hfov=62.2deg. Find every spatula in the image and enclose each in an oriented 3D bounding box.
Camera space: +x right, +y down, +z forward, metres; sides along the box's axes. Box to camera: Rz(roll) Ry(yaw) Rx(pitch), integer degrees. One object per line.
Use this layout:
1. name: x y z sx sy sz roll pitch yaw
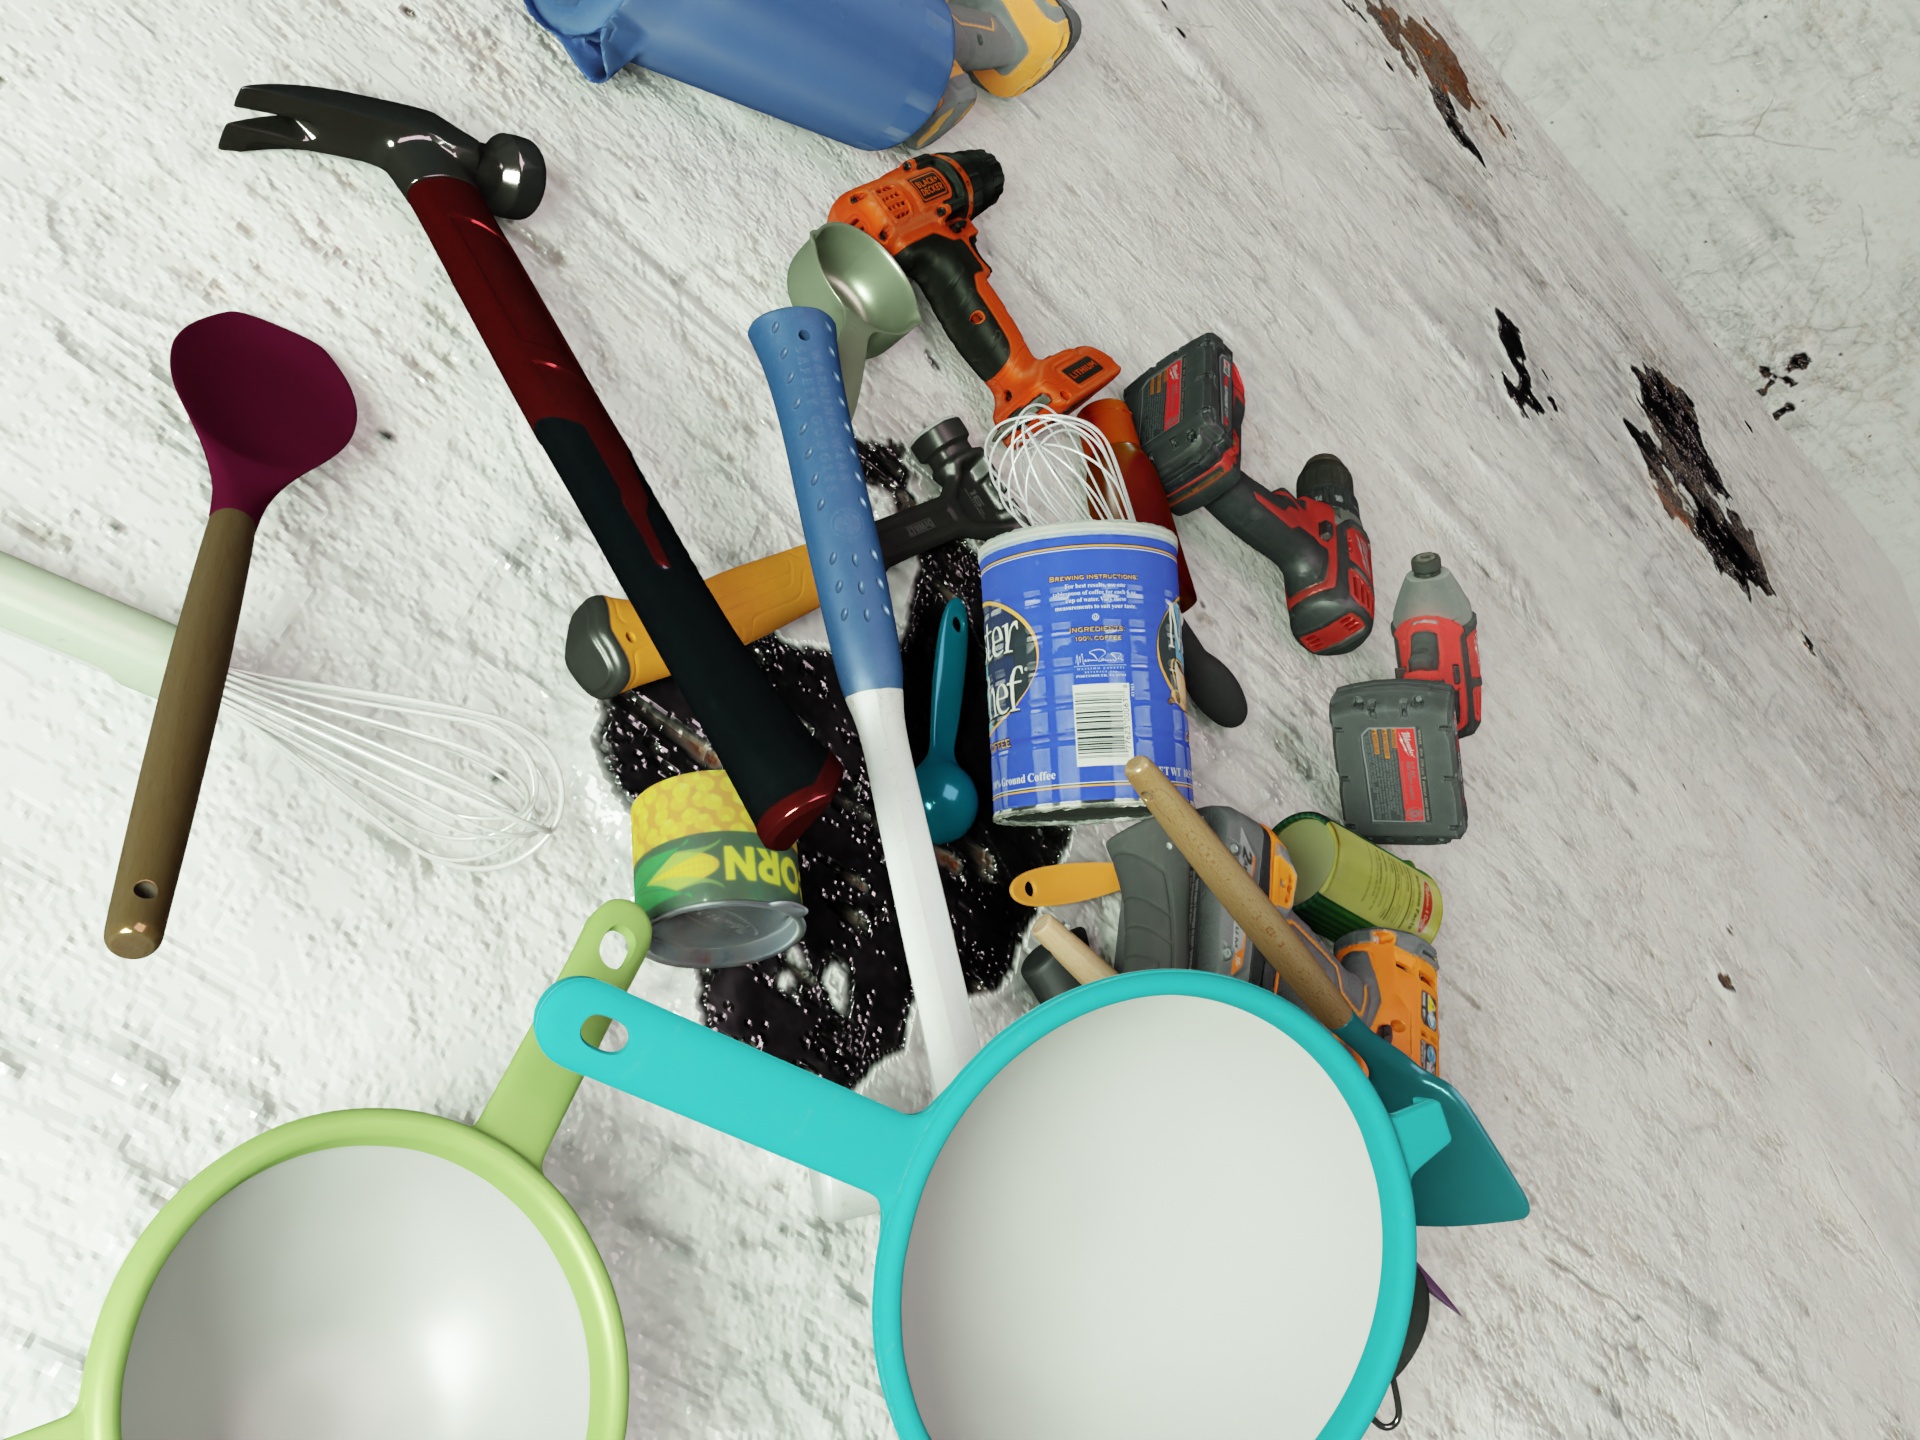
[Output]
1. spatula: 0.165 0.133 0.749 0.317 0.082 0.044 49 45 -26
2. spatula: 0.145 0.198 0.790 0.315 0.018 0.060 44 -1 -18

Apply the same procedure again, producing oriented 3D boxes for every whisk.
1. whisk: -0.247 -0.010 0.537 0.246 0.059 0.058 27 2 -28
2. whisk: 0.102 -0.079 0.930 0.284 0.070 0.070 47 35 -40

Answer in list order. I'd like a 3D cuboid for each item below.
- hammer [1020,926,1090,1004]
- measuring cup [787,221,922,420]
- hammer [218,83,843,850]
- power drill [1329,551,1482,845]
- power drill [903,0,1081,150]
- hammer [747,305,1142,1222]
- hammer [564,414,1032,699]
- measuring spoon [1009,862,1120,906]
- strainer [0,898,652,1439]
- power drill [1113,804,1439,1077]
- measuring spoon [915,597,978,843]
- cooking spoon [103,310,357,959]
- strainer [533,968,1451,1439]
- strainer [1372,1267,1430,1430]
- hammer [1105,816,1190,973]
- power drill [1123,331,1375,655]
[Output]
1. hammer: 0.113 0.289 0.727 0.149 0.036 0.409 2 63 -49
2. measuring cup: -0.068 -0.206 0.879 0.083 0.038 0.168 33 45 -29
3. hammer: -0.165 -0.112 0.644 0.143 0.038 0.387 -7 58 -49
4. power drill: 0.321 -0.019 1.112 0.220 0.078 0.143 -50 133 -54
5. power drill: -0.028 -0.503 1.105 0.185 0.084 0.226 51 42 -6
6. hammer: -0.030 -0.001 0.699 0.144 0.035 0.406 -8 71 -17
7. hammer: -0.062 -0.068 0.789 0.127 0.034 0.337 57 37 2
8. measuring spoon: 0.064 0.085 0.841 0.116 0.011 0.021 -2 78 -45
9. strainer: -0.163 0.159 0.487 0.151 0.069 0.257 41 38 -18
10. power drill: 0.182 0.161 0.857 0.226 0.084 0.164 35 50 -32
11. measuring spoon: -0.001 -0.003 0.790 0.042 0.021 0.129 21 67 -43
12. cooking spoon: -0.246 -0.049 0.527 0.068 0.017 0.319 20 35 -30
13. strainer: 0.002 0.165 0.573 0.340 0.095 0.211 28 79 -17
14. strainer: 0.172 0.242 0.758 0.050 0.087 0.258 42 -25 58
15. hammer: 0.089 0.196 0.695 0.146 0.035 0.335 15 61 -19
16. power drill: 0.217 -0.172 1.141 0.226 0.080 0.188 38 42 -28
